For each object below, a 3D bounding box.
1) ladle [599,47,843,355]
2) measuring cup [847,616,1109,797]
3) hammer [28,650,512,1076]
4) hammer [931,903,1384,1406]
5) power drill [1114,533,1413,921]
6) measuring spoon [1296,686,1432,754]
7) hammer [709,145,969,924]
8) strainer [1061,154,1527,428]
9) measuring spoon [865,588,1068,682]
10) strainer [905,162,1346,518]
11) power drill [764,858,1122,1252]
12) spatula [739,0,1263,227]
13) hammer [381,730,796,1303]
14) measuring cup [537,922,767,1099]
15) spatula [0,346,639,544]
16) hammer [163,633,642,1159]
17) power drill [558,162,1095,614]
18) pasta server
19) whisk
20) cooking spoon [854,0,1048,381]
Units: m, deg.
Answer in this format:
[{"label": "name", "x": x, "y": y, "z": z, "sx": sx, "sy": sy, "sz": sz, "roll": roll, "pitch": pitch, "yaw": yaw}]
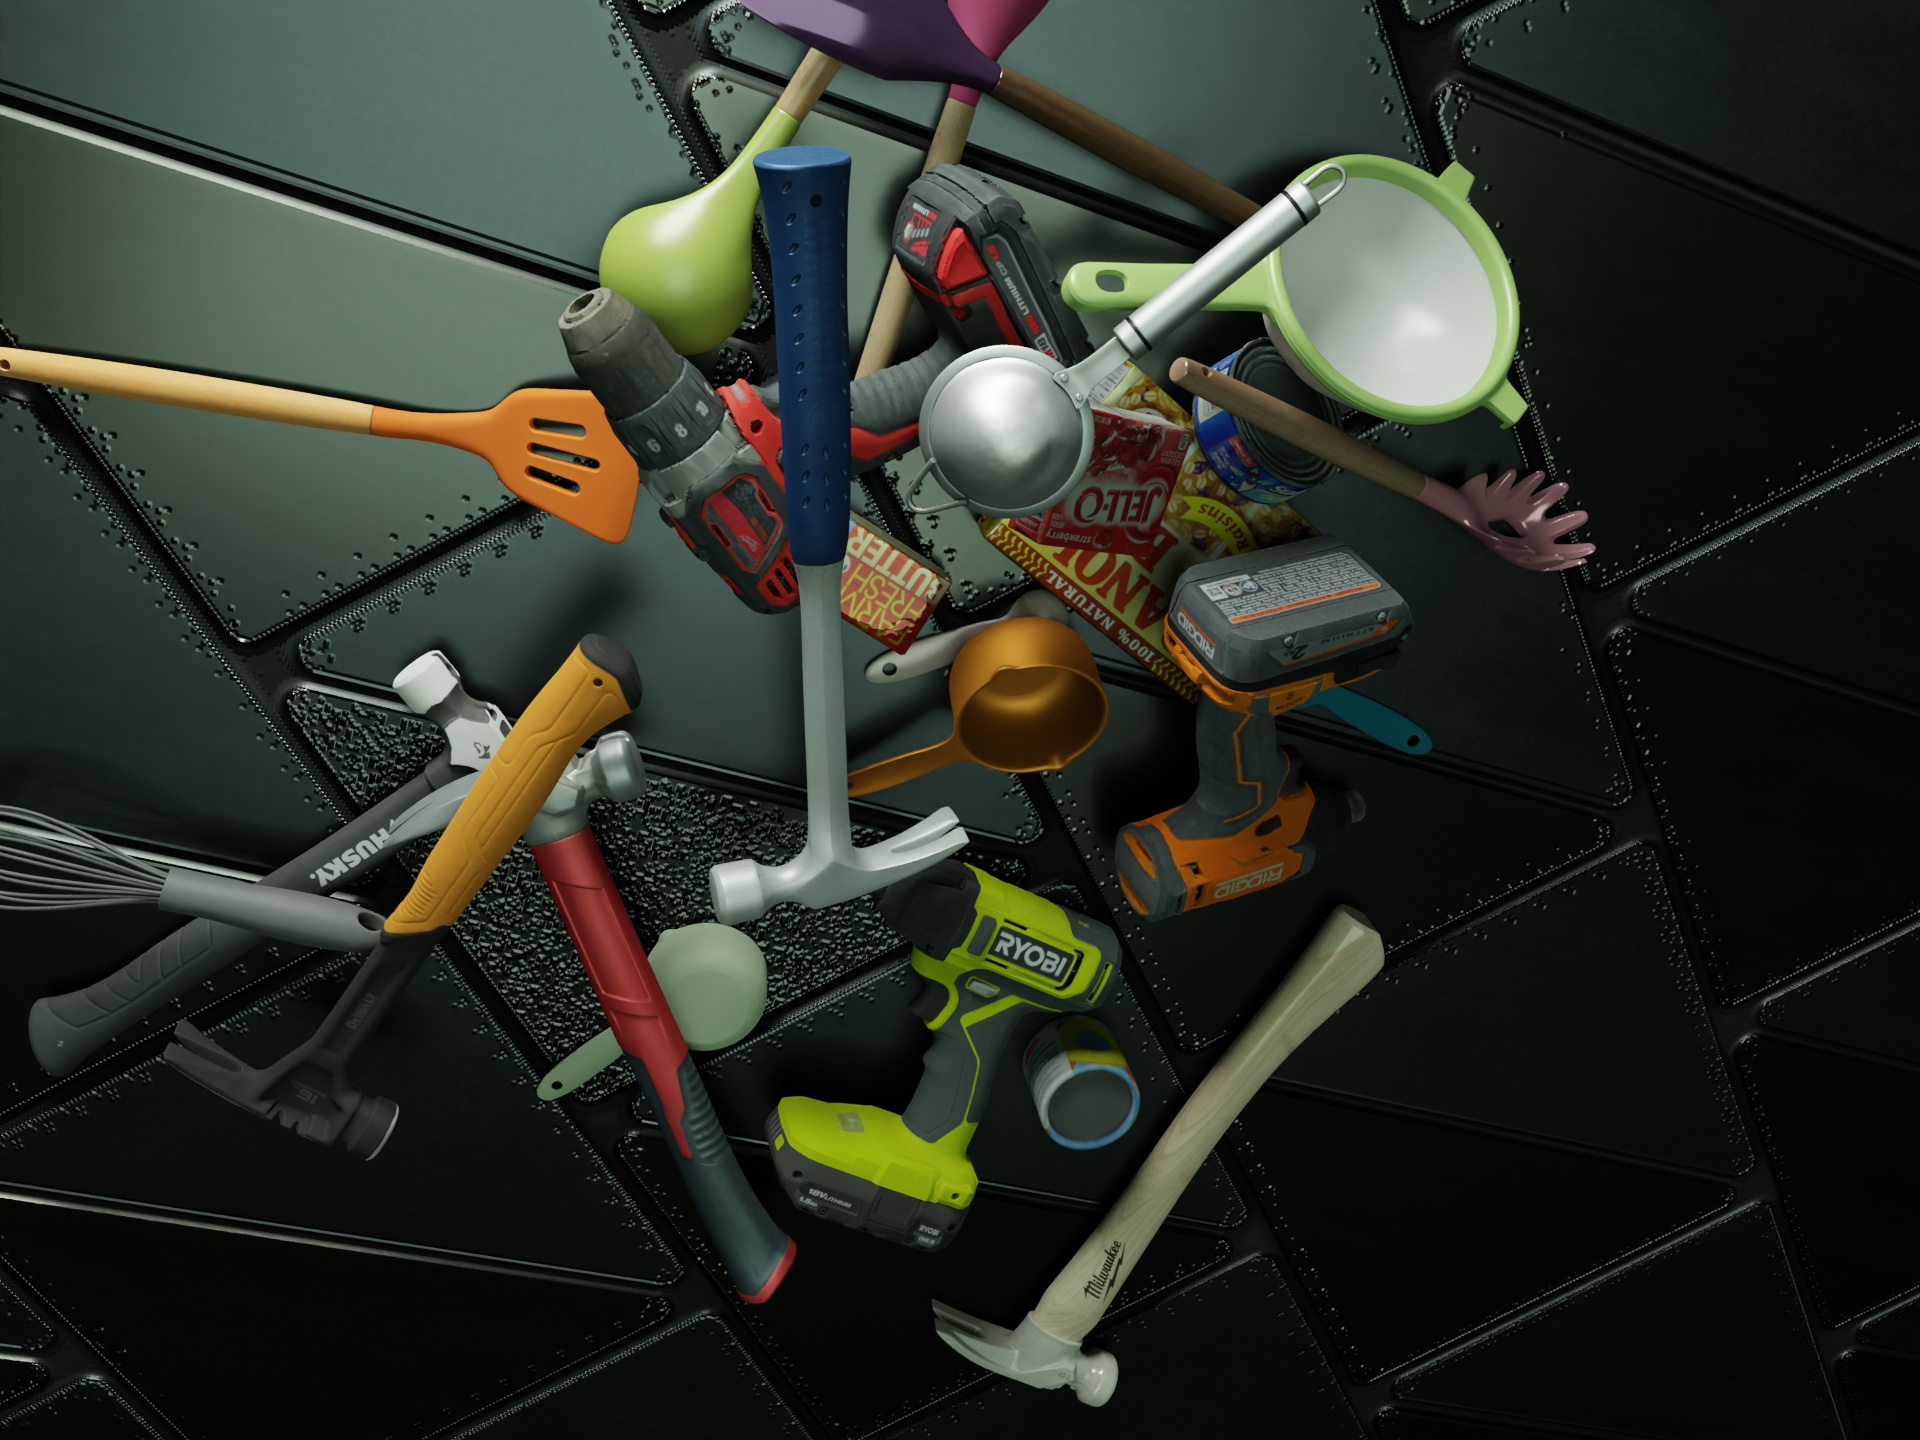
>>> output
[{"label": "ladle", "x": -0.072, "y": -0.321, "z": 0.786, "sx": 0.078, "sy": 0.062, "sz": 0.320, "roll": 33, "pitch": 97, "yaw": -22}, {"label": "measuring cup", "x": -0.001, "y": -0.003, "z": 0.917, "sx": 0.173, "sy": 0.052, "sz": 0.095, "roll": -21, "pitch": 136, "yaw": 13}, {"label": "hammer", "x": -0.386, "y": 0.106, "z": 0.906, "sx": 0.335, "sy": 0.035, "sz": 0.146, "roll": -32, "pitch": 113, "yaw": 4}, {"label": "hammer", "x": 0.141, "y": 0.289, "z": 1.074, "sx": 0.146, "sy": 0.038, "sz": 0.410, "roll": 28, "pitch": 105, "yaw": -18}, {"label": "power drill", "x": 0.181, "y": 0.010, "z": 0.913, "sx": 0.164, "sy": 0.084, "sz": 0.226, "roll": -14, "pitch": 135, "yaw": -21}, {"label": "measuring spoon", "x": 0.242, "y": -0.006, "z": 0.974, "sx": 0.128, "sy": 0.021, "sz": 0.042, "roll": 26, "pitch": 106, "yaw": -17}, {"label": "hammer", "x": -0.064, "y": -0.072, "z": 0.788, "sx": 0.144, "sy": 0.035, "sz": 0.405, "roll": -11, "pitch": 125, "yaw": -17}, {"label": "strainer", "x": 0.165, "y": -0.212, "z": 0.827, "sx": 0.256, "sy": 0.069, "sz": 0.151, "roll": -5, "pitch": 78, "yaw": -18}, {"label": "measuring spoon", "x": 0.004, "y": -0.043, "z": 0.920, "sx": 0.124, "sy": 0.018, "sz": 0.034, "roll": -19, "pitch": 114, "yaw": -1}, {"label": "strainer", "x": 0.074, "y": -0.176, "z": 0.752, "sx": 0.258, "sy": 0.050, "sz": 0.086, "roll": -38, "pitch": 107, "yaw": 12}, {"label": "power drill", "x": -0.023, "y": 0.197, "z": 0.977, "sx": 0.171, "sy": 0.080, "sz": 0.223, "roll": 25, "pitch": 96, "yaw": -20}, {"label": "spatula", "x": 0.039, "y": -0.310, "z": 0.794, "sx": 0.315, "sy": 0.018, "sz": 0.060, "roll": 19, "pitch": 99, "yaw": -25}, {"label": "hammer", "x": -0.195, "y": 0.196, "z": 0.934, "sx": 0.143, "sy": 0.038, "sz": 0.386, "roll": -18, "pitch": 114, "yaw": 0}, {"label": "measuring cup", "x": -0.192, "y": 0.191, "z": 0.972, "sx": 0.167, "sy": 0.038, "sz": 0.083, "roll": -36, "pitch": 114, "yaw": 3}, {"label": "spatula", "x": -0.324, "y": -0.154, "z": 0.805, "sx": 0.322, "sy": 0.041, "sz": 0.081, "roll": 7, "pitch": 112, "yaw": -12}, {"label": "hammer", "x": -0.281, "y": 0.087, "z": 0.838, "sx": 0.127, "sy": 0.034, "sz": 0.337, "roll": 33, "pitch": 105, "yaw": -20}, {"label": "power drill", "x": -0.066, "y": -0.179, "z": 0.786, "sx": 0.226, "sy": 0.080, "sz": 0.187, "roll": -37, "pitch": 128, "yaw": -1}, {"label": "pasta server", "x": 0.236, "y": -0.140, "z": 0.864, "sx": 0.316, "sy": 0.060, "sz": 0.040, "roll": 16, "pitch": 149, "yaw": -34}, {"label": "whisk", "x": -0.425, "y": 0.092, "z": 0.852, "sx": 0.238, "sy": 0.055, "sz": 0.055, "roll": 16, "pitch": 109, "yaw": -18}, {"label": "cooking spoon", "x": -0.007, "y": -0.289, "z": 0.812, "sx": 0.068, "sy": 0.017, "sz": 0.318, "roll": 9, "pitch": 113, "yaw": -30}]
